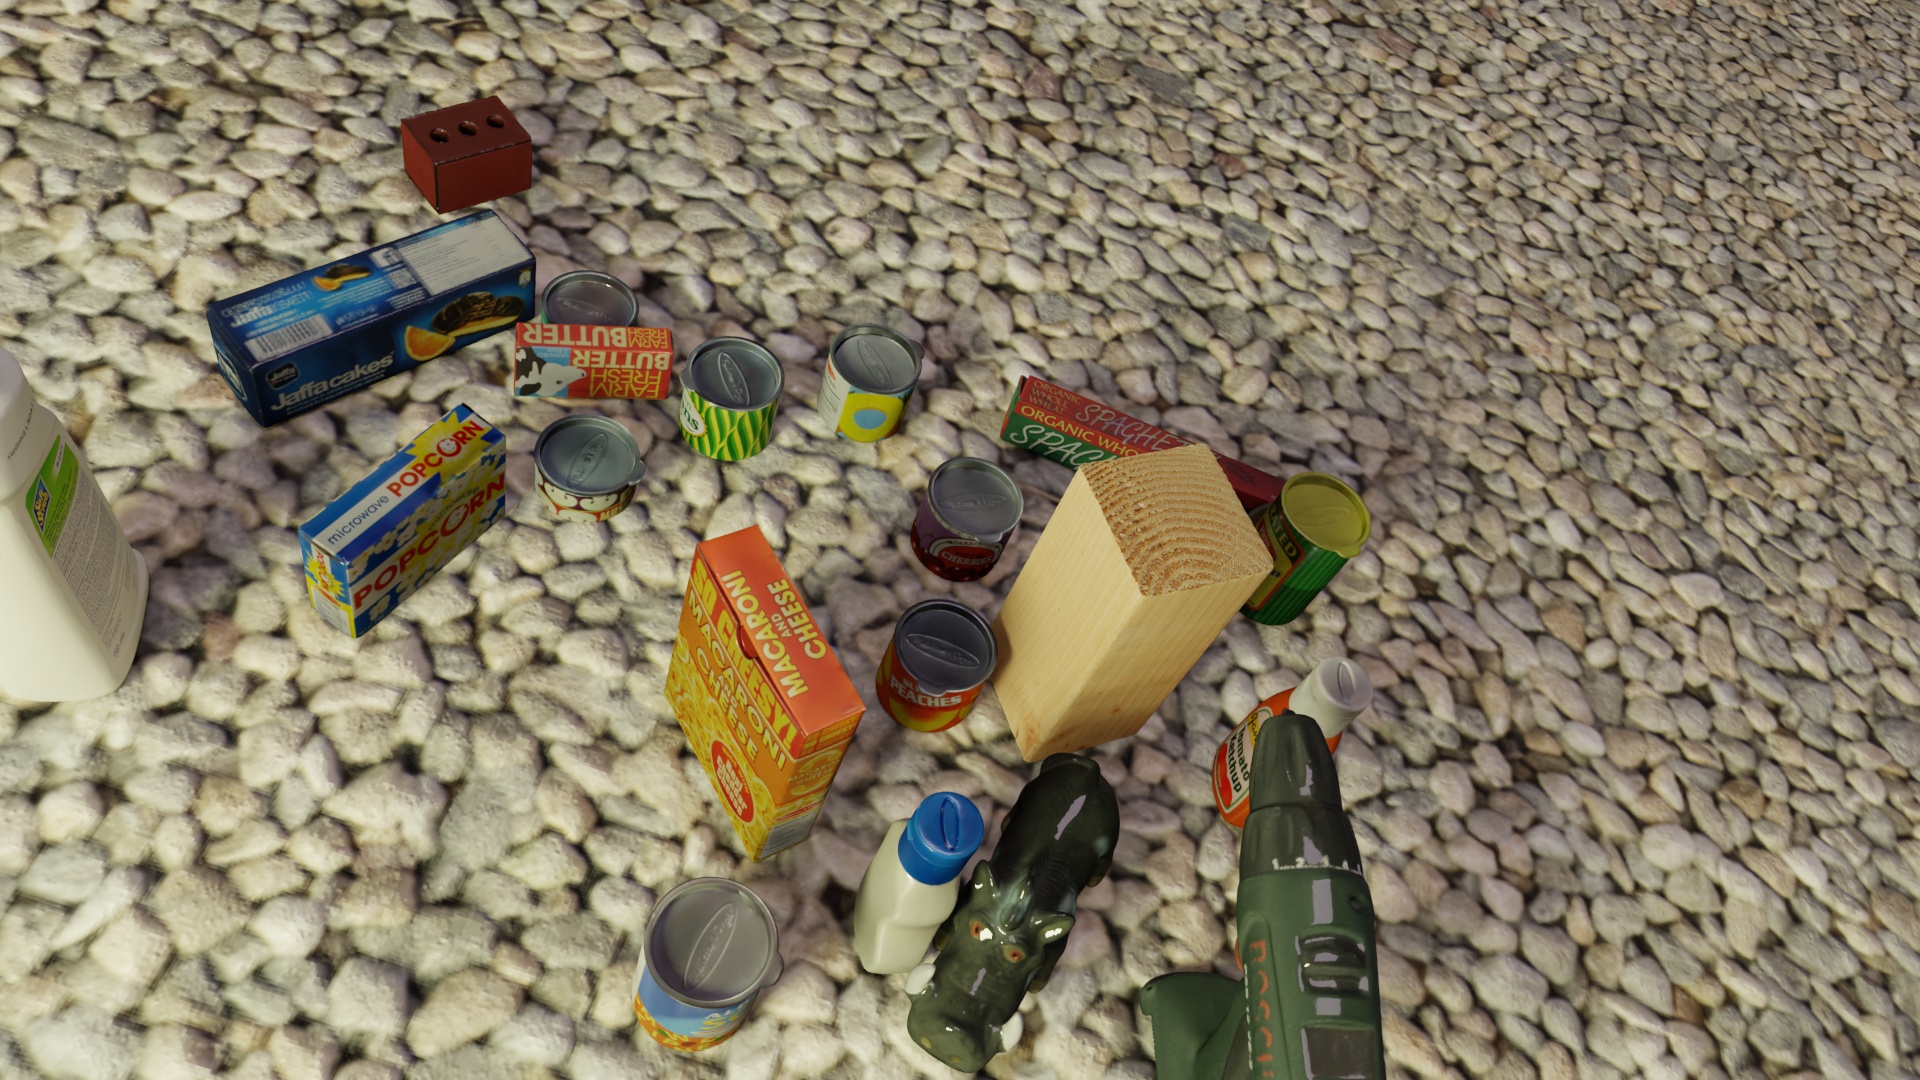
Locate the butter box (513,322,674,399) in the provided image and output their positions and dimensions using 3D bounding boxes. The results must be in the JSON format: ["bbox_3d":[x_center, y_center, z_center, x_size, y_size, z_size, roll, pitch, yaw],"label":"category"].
[{"bbox_3d":[-0.249,-0.121,0.944,0.104,0.052,0.024,-1,56,-19],"label":"butter box"}]

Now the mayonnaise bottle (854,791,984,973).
[{"bbox_3d":[-0.024,0.181,0.743,0.041,0.147,0.065,6,54,-15],"label":"mayonnaise bottle"}]

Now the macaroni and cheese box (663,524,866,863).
[{"bbox_3d":[-0.114,0.089,0.767,0.040,0.165,0.124,-20,64,-29],"label":"macaroni and cheese box"}]

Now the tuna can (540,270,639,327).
[{"bbox_3d":[-0.262,-0.154,0.976,0.071,0.032,0.071,9,53,-12],"label":"tuna can"}]

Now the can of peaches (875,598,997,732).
[{"bbox_3d":[-0.017,0.081,0.873,0.071,0.057,0.071,9,54,-12],"label":"can of peaches"}]

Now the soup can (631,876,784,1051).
[{"bbox_3d":[-0.131,0.222,0.718,0.071,0.083,0.072,9,54,-12],"label":"soup can"}]

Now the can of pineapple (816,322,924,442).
[{"bbox_3d":[-0.064,-0.112,0.996,0.071,0.057,0.071,9,54,-12],"label":"can of pineapple"}]

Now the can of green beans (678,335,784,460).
[{"bbox_3d":[-0.158,-0.097,0.954,0.071,0.057,0.071,9,54,-12],"label":"can of green beans"}]

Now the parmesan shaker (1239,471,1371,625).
[{"bbox_3d":[0.236,0.010,0.979,0.071,0.102,0.071,9,54,-12],"label":"parmesan shaker"}]

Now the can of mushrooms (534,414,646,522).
[{"bbox_3d":[-0.241,-0.046,0.905,0.071,0.033,0.071,9,53,-12],"label":"can of mushrooms"}]

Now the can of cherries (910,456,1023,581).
[{"bbox_3d":[0.003,-0.012,0.946,0.071,0.058,0.072,9,54,-12],"label":"can of cherries"}]

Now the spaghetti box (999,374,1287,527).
[{"bbox_3d":[0.151,-0.053,1.030,0.250,0.050,0.029,22,52,-2],"label":"spaghetti box"}]

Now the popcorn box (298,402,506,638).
[{"bbox_3d":[-0.326,-0.012,0.820,0.038,0.084,0.127,34,52,7],"label":"popcorn box"}]

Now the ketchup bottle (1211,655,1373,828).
[{"bbox_3d":[0.204,0.123,0.859,0.043,0.148,0.065,10,53,-11],"label":"ketchup bottle"}]
